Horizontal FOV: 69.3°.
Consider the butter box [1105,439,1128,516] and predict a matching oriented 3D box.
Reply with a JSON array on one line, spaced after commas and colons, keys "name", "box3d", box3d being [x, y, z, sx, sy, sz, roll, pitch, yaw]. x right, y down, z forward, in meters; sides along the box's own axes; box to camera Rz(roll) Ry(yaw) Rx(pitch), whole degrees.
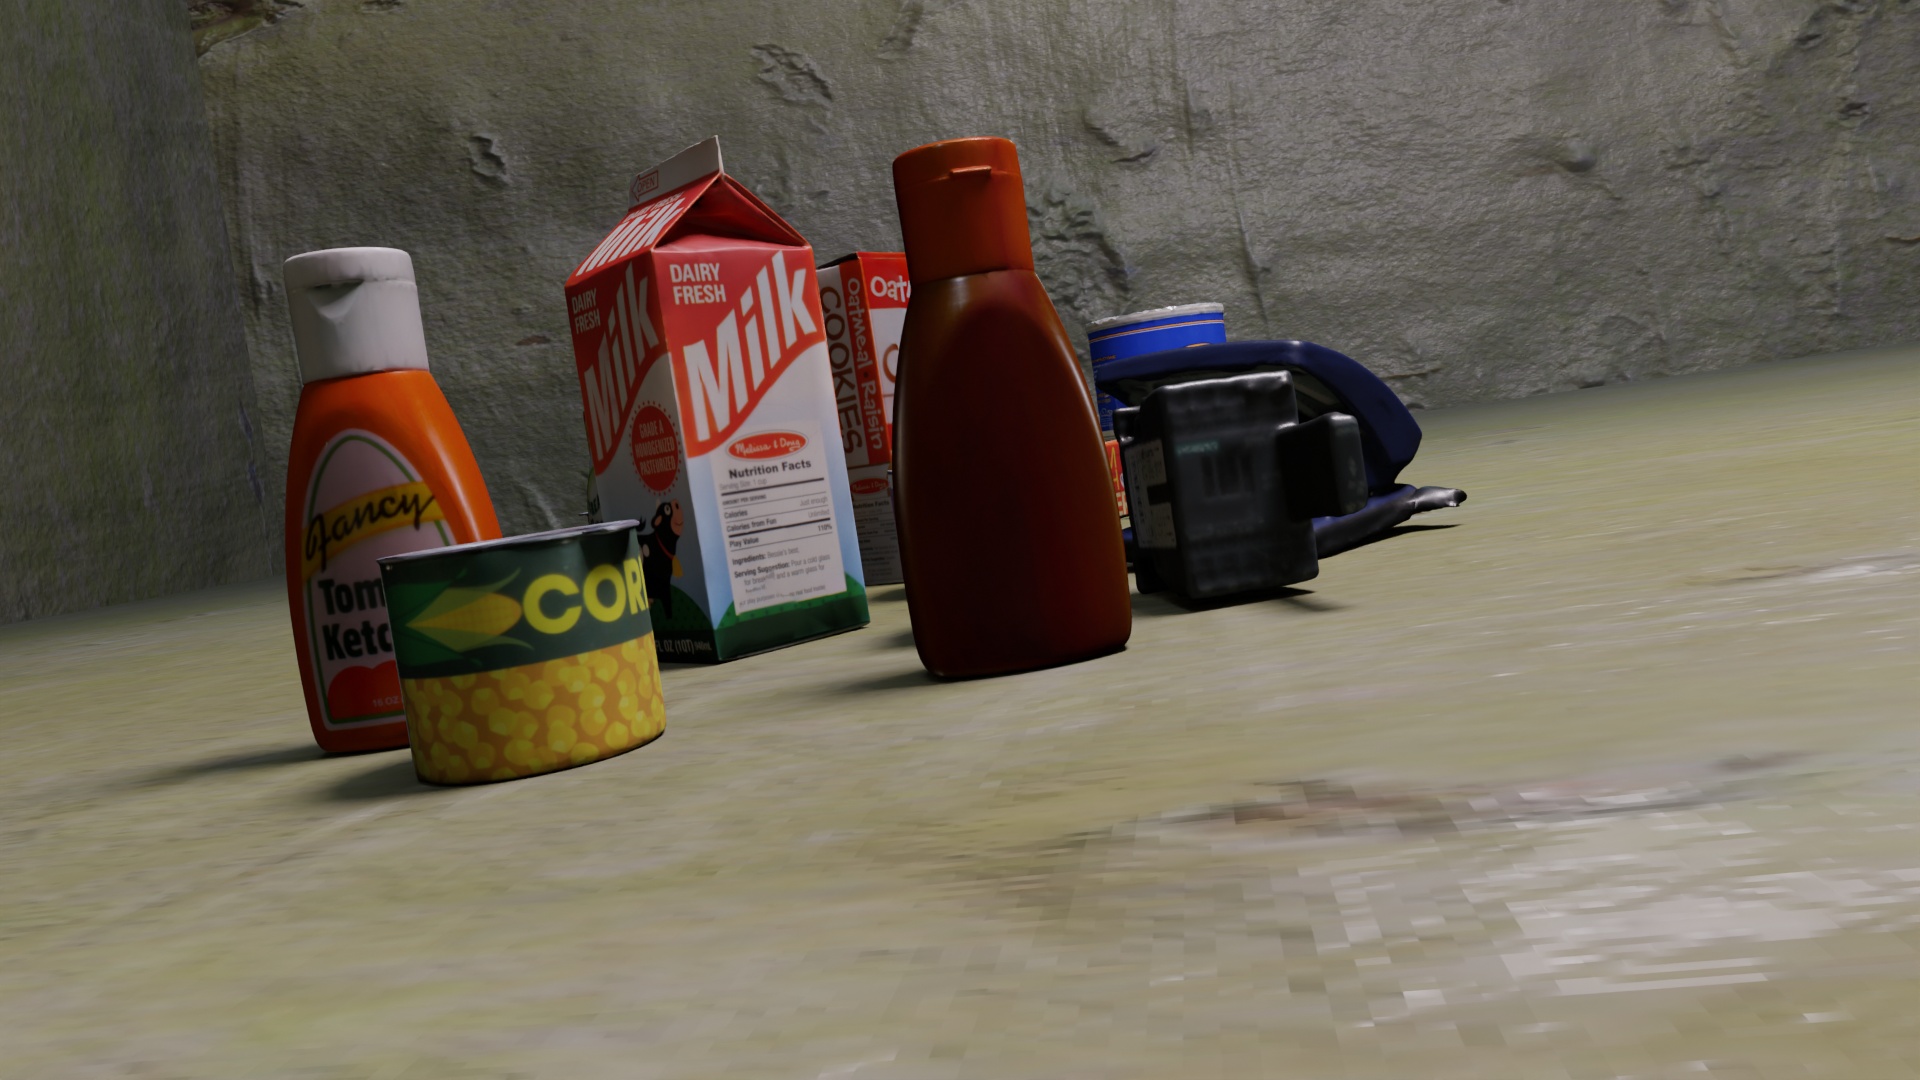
[{"name": "butter box", "box3d": [0.096, -0.040, 0.941, 0.024, 0.053, 0.104, -6, 4, 35]}]

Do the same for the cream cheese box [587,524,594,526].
[{"name": "cream cheese box", "box3d": [-0.151, 0.020, 0.600, 0.024, 0.053, 0.104, -9, 4, -11]}]

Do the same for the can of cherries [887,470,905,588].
[{"name": "can of cherries", "box3d": [0.002, -0.008, 0.638, 0.071, 0.058, 0.071, -8, 4, 1]}]

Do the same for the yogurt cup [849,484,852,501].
[{"name": "yogurt cup", "box3d": [-0.074, -0.003, 0.755, 0.072, 0.054, 0.072, -8, 4, 1]}]

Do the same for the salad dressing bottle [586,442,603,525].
[{"name": "salad dressing bottle", "box3d": [-0.163, -0.033, 0.692, 0.044, 0.147, 0.064, -11, 4, -41]}]

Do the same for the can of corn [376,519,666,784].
[{"name": "can of corn", "box3d": [-0.112, 0.028, 0.367, 0.071, 0.058, 0.071, -8, 4, 1]}]

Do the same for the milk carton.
[{"name": "milk carton", "box3d": [-0.097, -0.053, 0.538, 0.074, 0.190, 0.072, -11, 4, -41]}]

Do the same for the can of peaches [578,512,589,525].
[{"name": "can of peaches", "box3d": [-0.193, 0.006, 0.848, 0.071, 0.058, 0.071, -8, 4, 1]}]

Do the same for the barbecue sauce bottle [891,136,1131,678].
[{"name": "barbecue sauce bottle", "box3d": [0.009, -0.038, 0.401, 0.065, 0.148, 0.043, -9, 3, -10]}]

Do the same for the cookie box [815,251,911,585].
[{"name": "cookie box", "box3d": [-0.013, -0.069, 0.749, 0.040, 0.167, 0.123, -6, 4, 40]}]

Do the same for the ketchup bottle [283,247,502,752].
[{"name": "ketchup bottle", "box3d": [-0.176, -0.013, 0.427, 0.065, 0.148, 0.043, -9, 3, -5]}]

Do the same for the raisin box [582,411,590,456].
[{"name": "raisin box", "box3d": [-0.194, -0.031, 0.913, 0.086, 0.123, 0.040, -10, 4, -30]}]
